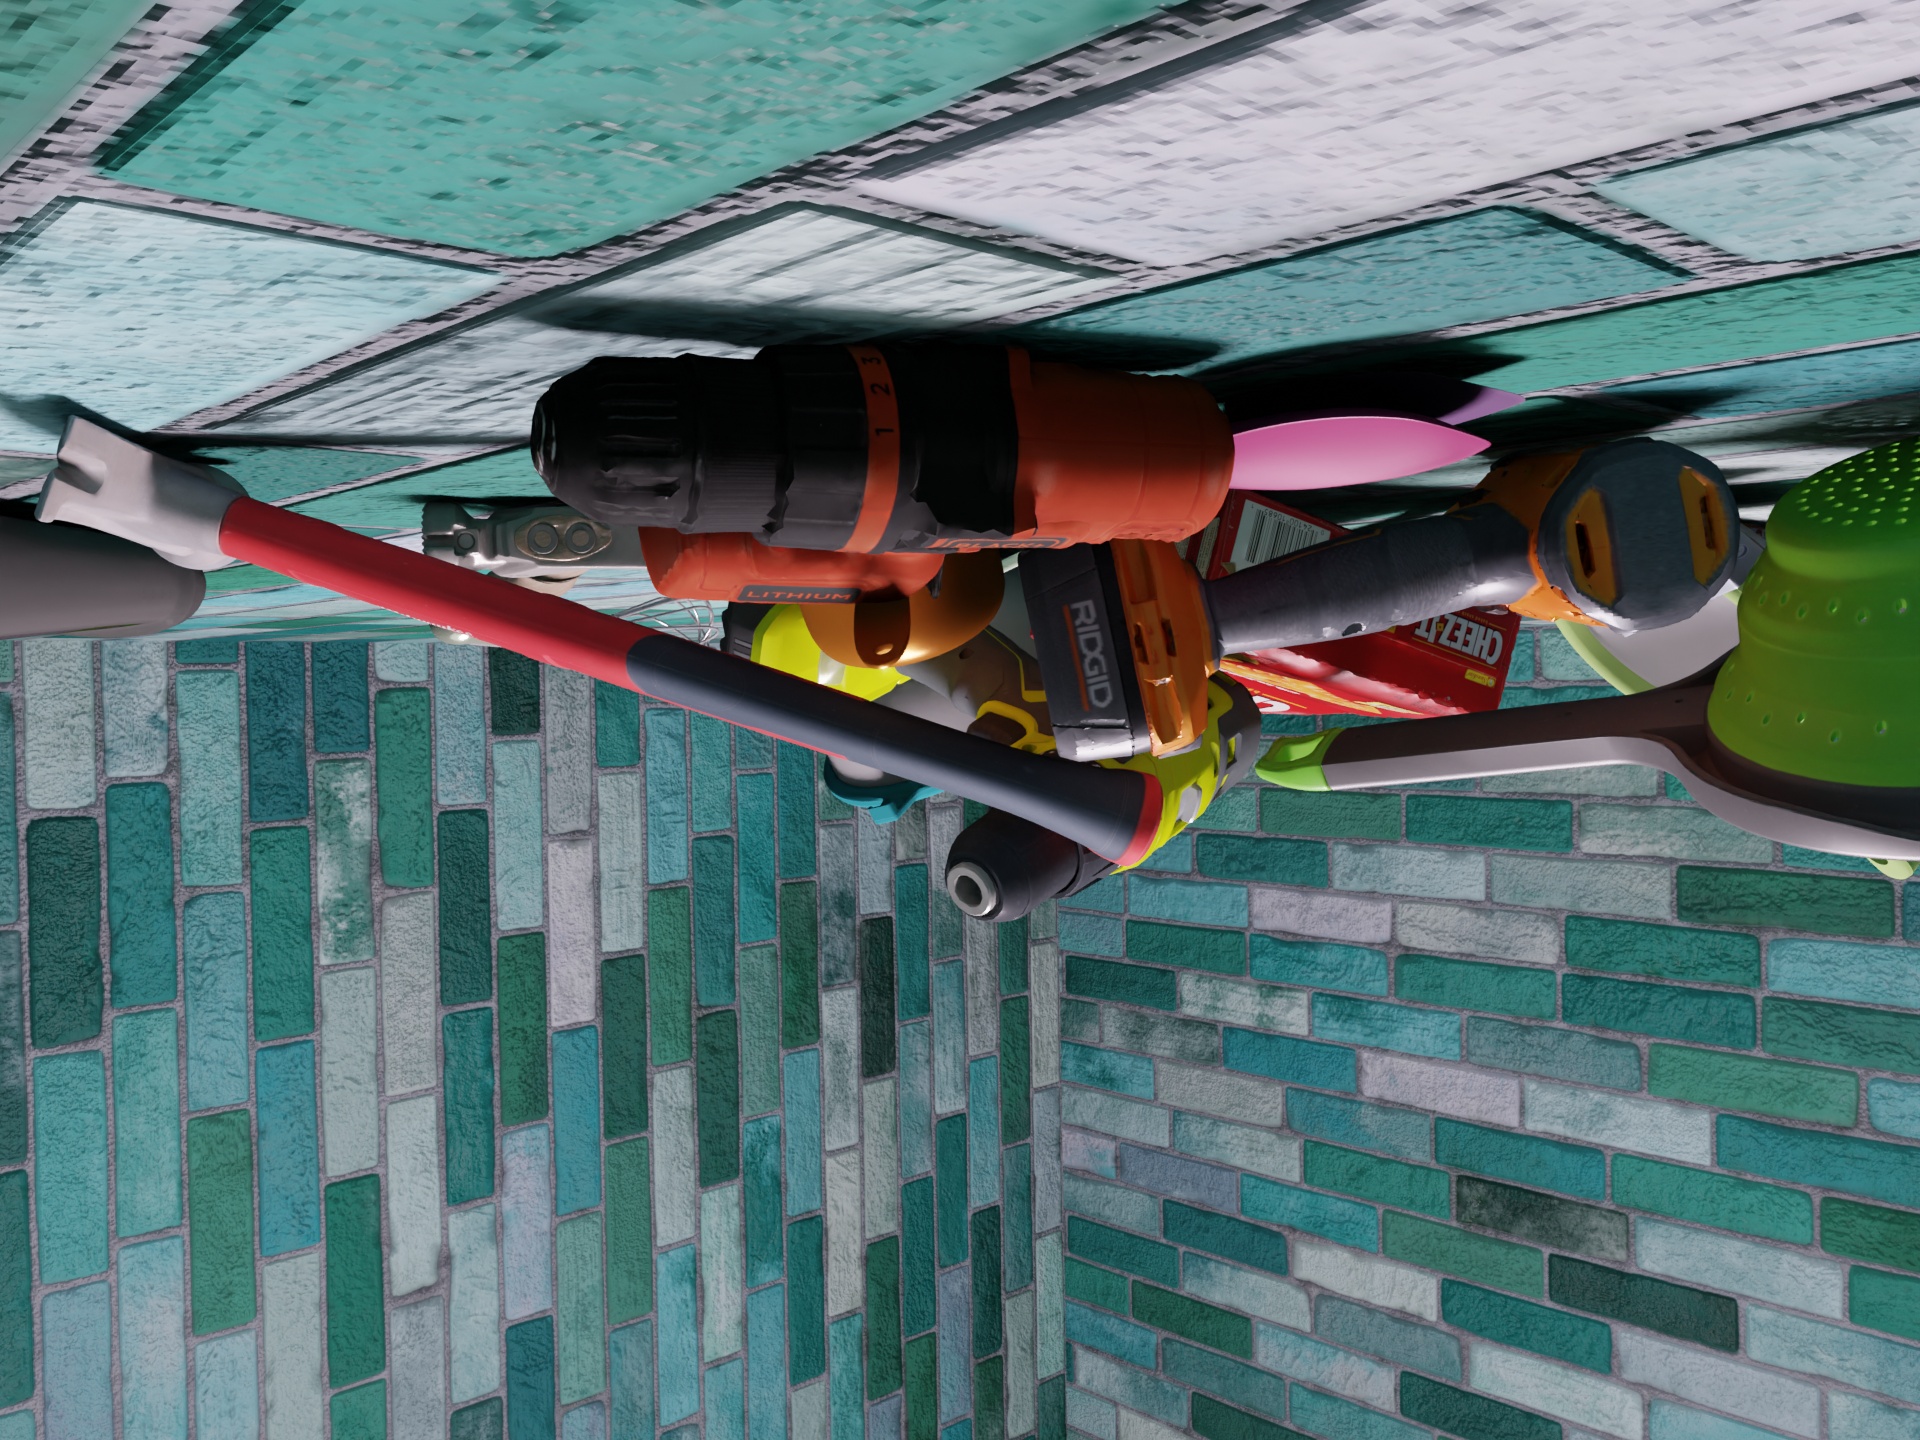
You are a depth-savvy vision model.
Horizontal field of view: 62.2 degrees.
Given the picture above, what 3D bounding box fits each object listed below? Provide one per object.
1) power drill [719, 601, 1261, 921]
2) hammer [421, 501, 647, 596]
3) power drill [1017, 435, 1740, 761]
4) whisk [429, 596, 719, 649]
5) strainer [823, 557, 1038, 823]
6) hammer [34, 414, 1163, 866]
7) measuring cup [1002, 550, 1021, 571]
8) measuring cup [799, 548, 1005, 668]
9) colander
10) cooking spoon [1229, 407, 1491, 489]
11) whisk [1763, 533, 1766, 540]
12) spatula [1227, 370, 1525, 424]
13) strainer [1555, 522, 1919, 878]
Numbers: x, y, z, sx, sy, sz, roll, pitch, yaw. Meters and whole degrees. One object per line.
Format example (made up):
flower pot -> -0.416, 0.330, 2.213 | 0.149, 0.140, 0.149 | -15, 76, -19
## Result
power drill -> -0.001, -0.002, 0.724 | 0.229, 0.080, 0.190 | 29, -142, 28
hammer -> -0.226, -0.085, 0.906 | 0.146, 0.038, 0.411 | -3, -178, -17
power drill -> 0.138, -0.051, 0.584 | 0.226, 0.084, 0.164 | -12, -173, 4
whisk -> -0.188, -0.044, 0.813 | 0.058, 0.059, 0.246 | 27, -172, 18
strainer -> -0.038, -0.062, 1.077 | 0.211, 0.095, 0.341 | -35, -156, -7
hammer -> -0.105, -0.020, 0.555 | 0.386, 0.038, 0.143 | 18, 178, -10
measuring cup -> -0.016, -0.088, 0.912 | 0.167, 0.038, 0.083 | -19, -163, 37
measuring cup -> -0.024, -0.039, 0.623 | 0.095, 0.052, 0.174 | -14, -153, 5
colander -> 0.281, -0.033, 0.594 | 0.397, 0.094, 0.204 | -8, -158, 39
cooking spoon -> 0.037, -0.085, 0.546 | 0.068, 0.017, 0.319 | 6, 179, -37
whisk -> 0.430, -0.085, 0.767 | 0.070, 0.070, 0.284 | -1, -174, 16
spatula -> 0.080, -0.092, 0.576 | 0.059, 0.018, 0.316 | 7, 178, -19
strainer -> 0.417, -0.026, 0.818 | 0.256, 0.069, 0.151 | 44, 170, -6
